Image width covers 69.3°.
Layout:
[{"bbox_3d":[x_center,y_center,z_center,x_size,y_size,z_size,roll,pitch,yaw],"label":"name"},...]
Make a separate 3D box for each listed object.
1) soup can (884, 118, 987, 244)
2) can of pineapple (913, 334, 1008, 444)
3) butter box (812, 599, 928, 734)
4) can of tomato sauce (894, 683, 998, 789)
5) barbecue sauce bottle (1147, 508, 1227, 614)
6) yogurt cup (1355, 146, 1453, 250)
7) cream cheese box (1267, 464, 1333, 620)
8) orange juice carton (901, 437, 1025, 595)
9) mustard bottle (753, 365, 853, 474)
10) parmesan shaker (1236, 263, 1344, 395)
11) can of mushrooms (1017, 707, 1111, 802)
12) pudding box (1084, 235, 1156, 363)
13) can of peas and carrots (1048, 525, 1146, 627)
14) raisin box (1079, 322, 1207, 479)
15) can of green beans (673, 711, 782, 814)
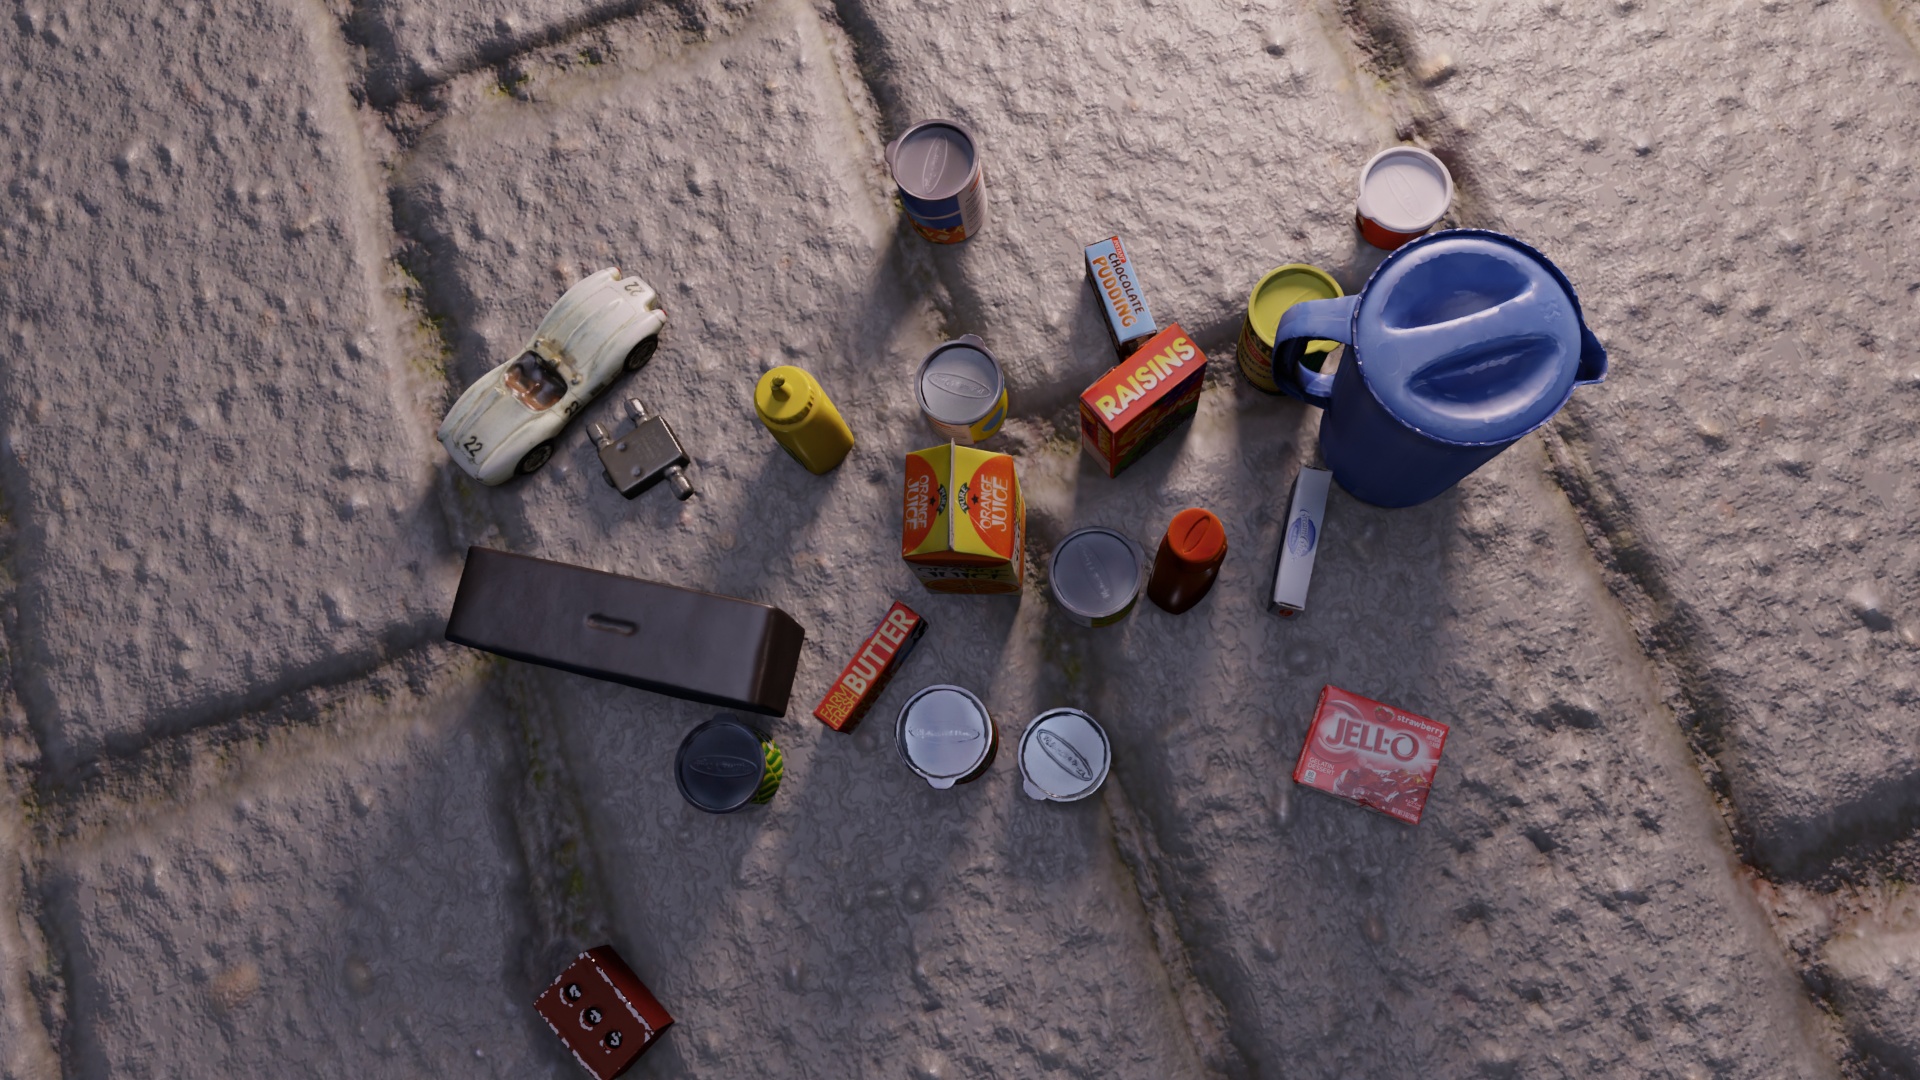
[{"bbox_3d":[-0.018,-0.275,1.066,0.071,0.083,0.071,-1,78,6],"label":"soup can"},{"bbox_3d":[0.003,-0.112,1.043,0.071,0.057,0.071,-1,78,5],"label":"can of pineapple"},{"bbox_3d":[-0.064,0.093,1.008,0.024,0.053,0.103,35,84,11],"label":"butter box"},{"bbox_3d":[-0.007,0.140,0.977,0.071,0.083,0.071,-1,78,6],"label":"can of tomato sauce"},{"bbox_3d":[0.158,0.011,0.955,0.044,0.148,0.065,34,84,11],"label":"barbecue sauce bottle"},{"bbox_3d":[0.329,-0.253,1.043,0.072,0.054,0.072,-1,78,5],"label":"yogurt cup"},{"bbox_3d":[0.243,0.002,0.997,0.024,0.053,0.104,12,80,8],"label":"cream cheese box"},{"bbox_3d":[0.003,-0.012,0.952,0.073,0.192,0.072,1,79,6],"label":"orange juice carton"},{"bbox_3d":[-0.118,-0.093,0.998,0.049,0.160,0.065,-42,78,-3],"label":"mustard bottle"},{"bbox_3d":[0.238,-0.147,1.004,0.071,0.103,0.071,-1,78,6],"label":"parmesan shaker"},{"bbox_3d":[0.073,0.155,0.992,0.071,0.033,0.071,-1,78,5],"label":"can of mushrooms"},{"bbox_3d":[0.121,-0.182,1.050,0.030,0.049,0.084,-19,77,2],"label":"pudding box"},{"bbox_3d":[0.100,0.026,1.004,0.071,0.058,0.071,-1,78,5],"label":"can of peas and carrots"},{"bbox_3d":[0.130,-0.098,0.994,0.086,0.123,0.040,-38,78,-3],"label":"raisin box"},{"bbox_3d":[-0.166,0.164,1.001,0.071,0.057,0.071,-1,78,5],"label":"can of green beans"}]
